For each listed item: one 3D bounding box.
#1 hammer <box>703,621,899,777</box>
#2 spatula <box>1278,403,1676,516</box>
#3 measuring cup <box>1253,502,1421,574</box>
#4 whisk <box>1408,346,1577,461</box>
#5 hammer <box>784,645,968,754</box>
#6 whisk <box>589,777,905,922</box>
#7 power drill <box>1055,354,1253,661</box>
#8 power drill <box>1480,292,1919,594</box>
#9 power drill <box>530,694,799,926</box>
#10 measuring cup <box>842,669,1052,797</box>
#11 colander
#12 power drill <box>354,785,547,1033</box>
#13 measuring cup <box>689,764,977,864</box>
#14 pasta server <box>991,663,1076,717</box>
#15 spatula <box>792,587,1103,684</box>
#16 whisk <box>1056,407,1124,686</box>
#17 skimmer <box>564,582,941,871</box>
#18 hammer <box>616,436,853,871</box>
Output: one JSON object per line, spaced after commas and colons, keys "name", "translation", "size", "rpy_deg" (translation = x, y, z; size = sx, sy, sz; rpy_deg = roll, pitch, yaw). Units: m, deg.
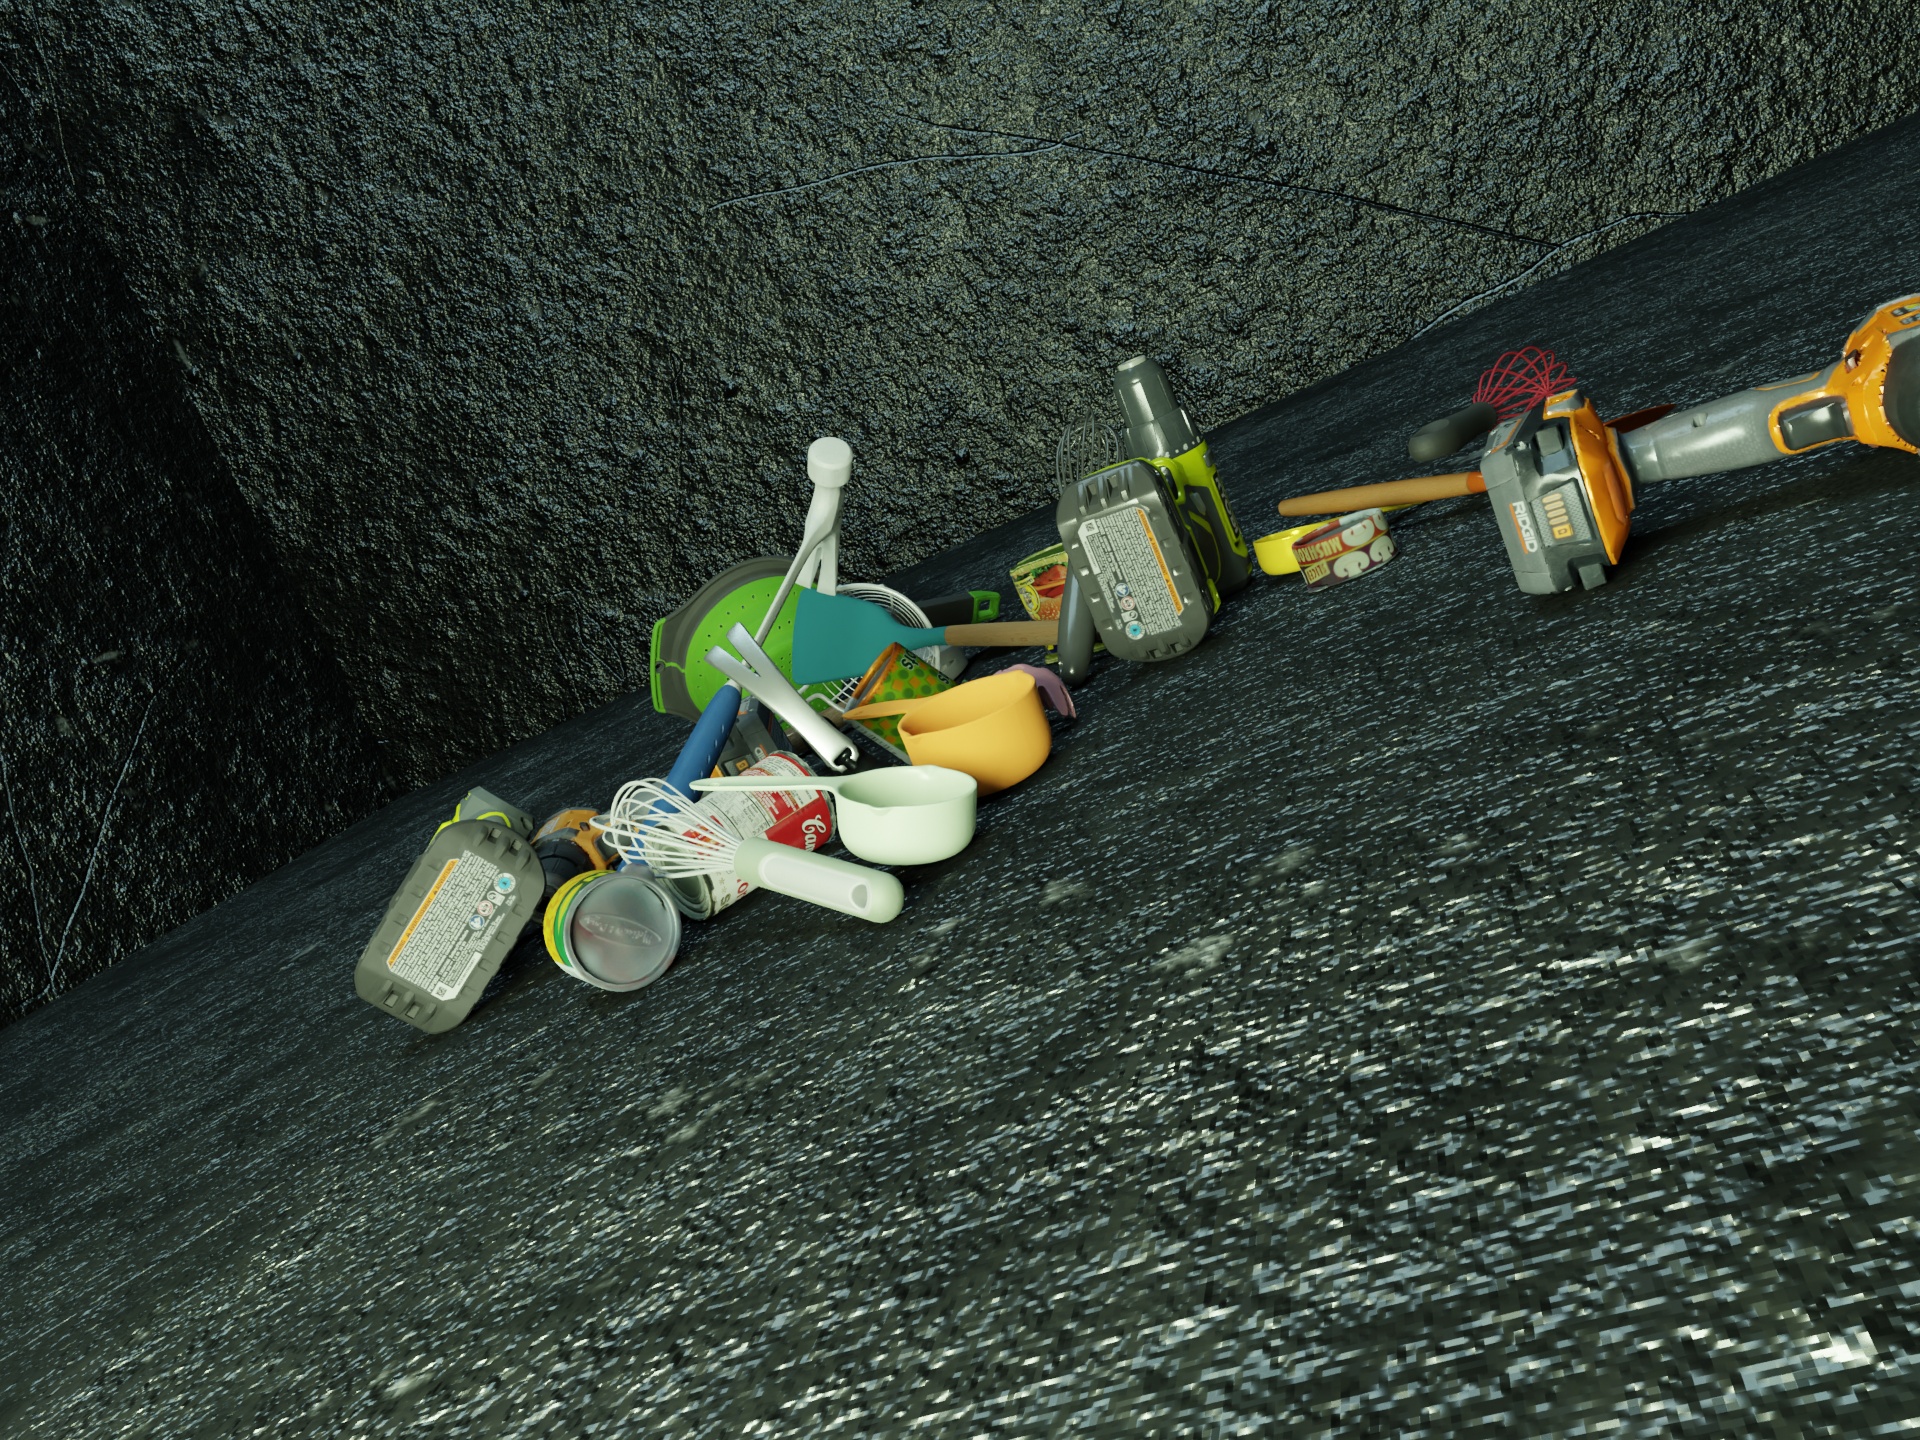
{"name": "hammer", "translation": [-0.102, 0.007, 1.113], "size": [0.036, 0.149, 0.409], "rpy_deg": [-46, 2, -4]}
{"name": "spatula", "translation": [0.338, -0.173, 1.112], "size": [0.081, 0.041, 0.323], "rpy_deg": [-18, 10, -31]}
{"name": "measuring cup", "translation": [0.290, -0.138, 1.186], "size": [0.156, 0.029, 0.062], "rpy_deg": [-17, 8, -22]}
{"name": "whisk", "translation": [0.399, -0.232, 1.198], "size": [0.073, 0.073, 0.296], "rpy_deg": [-18, 7, 40]}
{"name": "hammer", "translation": [-0.132, 0.009, 1.435], "size": [0.331, 0.031, 0.130], "rpy_deg": [-30, 10, -24]}
{"name": "whisk", "translation": [-0.119, 0.073, 0.858], "size": [0.246, 0.058, 0.059], "rpy_deg": [10, 6, 44]}
{"name": "power drill", "translation": [0.141, -0.155, 1.147], "size": [0.080, 0.190, 0.228], "rpy_deg": [-17, 17, 24]}
{"name": "power drill", "translation": [0.371, -0.133, 0.754], "size": [0.226, 0.084, 0.164], "rpy_deg": [-17, 13, 26]}
{"name": "power drill", "translation": [-0.236, 0.075, 1.216], "size": [0.226, 0.084, 0.185], "rpy_deg": [-29, 12, 0]}
{"name": "measuring cup", "translation": [-0.015, 0.013, 0.992], "size": [0.095, 0.052, 0.174], "rpy_deg": [-32, 17, -35]}
{"name": "colander", "translation": [-0.112, -0.070, 1.618], "size": [0.397, 0.204, 0.095], "rpy_deg": [-13, 37, -28]}
{"name": "power drill", "translation": [-0.355, 0.135, 1.098], "size": [0.171, 0.080, 0.223], "rpy_deg": [-60, 16, -9]}
{"name": "measuring cup", "translation": [-0.071, 0.051, 0.868], "size": [0.167, 0.038, 0.083], "rpy_deg": [1, 14, 19]}
{"name": "pasta server", "translation": [-0.002, -0.004, 1.157], "size": [0.060, 0.040, 0.316], "rpy_deg": [-4, -5, -21]}
{"name": "spatula", "translation": [0.007, -0.068, 1.255], "size": [0.317, 0.082, 0.044], "rpy_deg": [0, -9, 32]}
{"name": "whisk", "translation": [0.091, -0.131, 1.191], "size": [0.055, 0.055, 0.239], "rpy_deg": [-18, 55, 40]}
{"name": "skimmer", "translation": [-0.180, 0.020, 1.330], "size": [0.363, 0.127, 0.090], "rpy_deg": [-38, 12, -12]}
{"name": "hammer", "translation": [-0.159, -0.021, 1.134], "size": [0.144, 0.035, 0.406], "rpy_deg": [101, -172, -52]}
